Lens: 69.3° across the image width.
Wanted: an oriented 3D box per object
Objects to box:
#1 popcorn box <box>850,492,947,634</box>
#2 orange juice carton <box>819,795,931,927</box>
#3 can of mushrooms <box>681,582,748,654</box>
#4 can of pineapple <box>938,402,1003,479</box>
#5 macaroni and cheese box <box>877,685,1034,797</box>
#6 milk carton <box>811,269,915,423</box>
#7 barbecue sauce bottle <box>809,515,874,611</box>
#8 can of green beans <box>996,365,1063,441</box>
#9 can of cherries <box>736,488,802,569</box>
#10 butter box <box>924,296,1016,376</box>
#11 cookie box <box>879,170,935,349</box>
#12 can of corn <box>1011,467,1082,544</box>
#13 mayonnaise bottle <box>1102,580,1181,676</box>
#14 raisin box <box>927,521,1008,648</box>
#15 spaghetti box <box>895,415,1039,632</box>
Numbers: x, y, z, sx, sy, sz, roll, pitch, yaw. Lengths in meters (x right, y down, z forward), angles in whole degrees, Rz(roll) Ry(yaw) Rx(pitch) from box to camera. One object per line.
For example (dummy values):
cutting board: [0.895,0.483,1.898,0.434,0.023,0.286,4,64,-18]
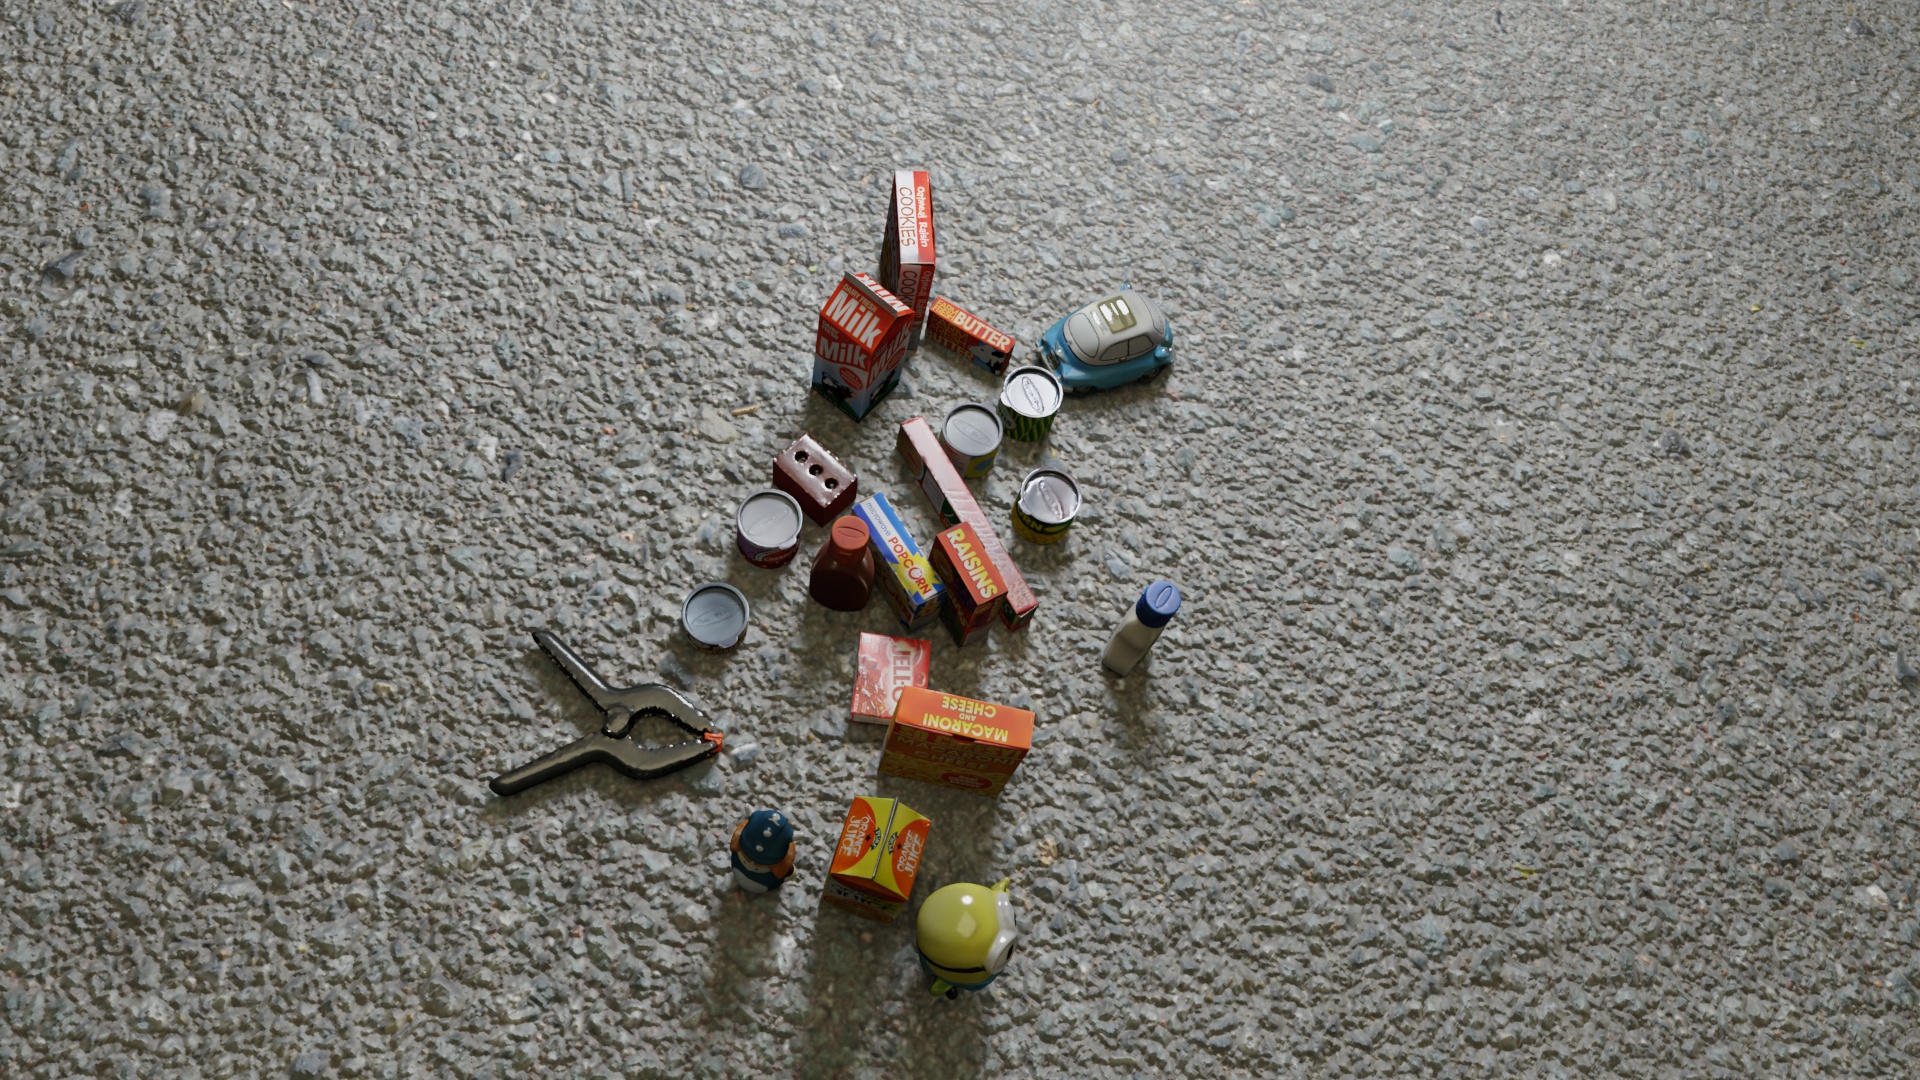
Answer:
popcorn box: [-0.067,0.023,1.415,0.038,0.085,0.127,-28,73,-20]
orange juice carton: [-0.076,0.283,1.232,0.073,0.191,0.072,19,64,-1]
can of mushrooms: [-0.244,0.080,1.388,0.071,0.033,0.071,4,65,-8]
can of pineapple: [0.011,-0.108,1.505,0.071,0.057,0.071,4,65,-8]
macaroni and cheese box: [-0.007,0.191,1.301,0.124,0.165,0.040,12,64,-4]
milk carton: [-0.103,-0.210,1.460,0.072,0.189,0.074,38,65,9]
barbecue sauce bottle: [-0.114,0.023,1.372,0.065,0.148,0.044,15,64,-2]
can of green beans: [0.075,-0.151,1.536,0.071,0.057,0.071,4,65,-8]
can of cherries: [-0.195,-0.009,1.424,0.071,0.058,0.072,4,65,-8]
butter box: [0.010,-0.229,1.564,0.103,0.053,0.024,31,64,5]
cookie box: [-0.058,-0.305,1.525,0.040,0.166,0.123,0,66,-10]
can of corn: [0.089,-0.035,1.483,0.071,0.058,0.071,4,65,-8]
mayonnaise bottle: [0.184,0.085,1.393,0.041,0.147,0.065,34,65,7]
raisin box: [0.003,0.046,1.395,0.040,0.123,0.086,-24,71,-19]
spaghetti box: [0.005,-0.018,1.466,0.029,0.050,0.250,-25,72,-19]
